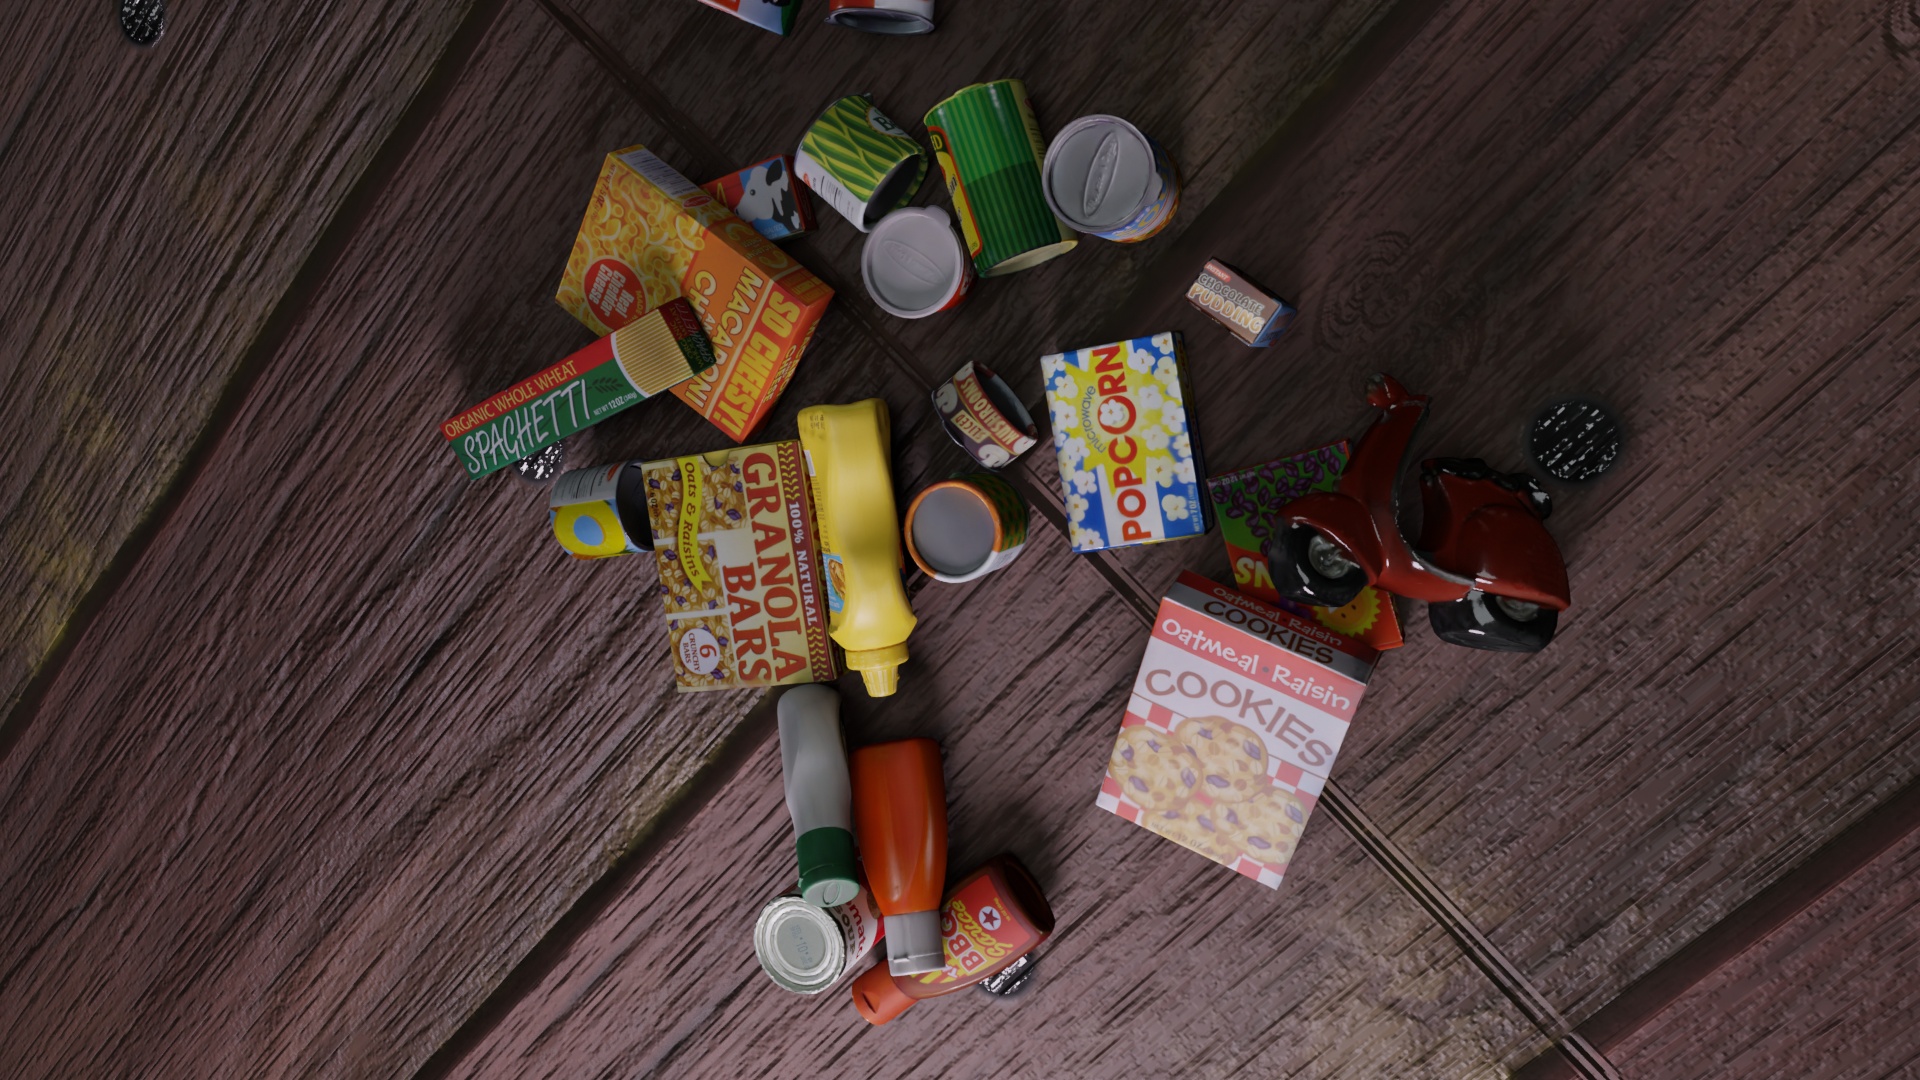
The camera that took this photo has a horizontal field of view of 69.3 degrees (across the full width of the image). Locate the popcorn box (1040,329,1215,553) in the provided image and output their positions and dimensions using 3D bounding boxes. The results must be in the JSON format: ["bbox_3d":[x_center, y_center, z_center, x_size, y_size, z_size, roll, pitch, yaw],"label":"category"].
[{"bbox_3d":[0.103,-0.060,0.857,0.085,0.038,0.126,-9,93,21],"label":"popcorn box"}]

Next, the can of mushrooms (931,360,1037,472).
[{"bbox_3d":[0.015,-0.078,0.870,0.033,0.071,0.071,-38,83,19],"label":"can of mushrooms"}]

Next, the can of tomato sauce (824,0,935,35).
[{"bbox_3d":[-0.048,-0.364,0.863,0.071,0.071,0.083,7,98,19],"label":"can of tomato sauce"}]

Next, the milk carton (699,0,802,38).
[{"bbox_3d":[-0.161,-0.368,0.836,0.072,0.191,0.073,28,106,15],"label":"milk carton"}]

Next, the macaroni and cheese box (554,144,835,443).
[{"bbox_3d":[-0.178,-0.163,0.924,0.166,0.040,0.123,38,125,6],"label":"macaroni and cheese box"}]

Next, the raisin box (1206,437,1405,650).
[{"bbox_3d":[0.207,0.009,0.827,0.086,0.040,0.123,-15,92,20],"label":"raisin box"}]

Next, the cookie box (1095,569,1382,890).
[{"bbox_3d":[0.161,0.113,0.828,0.123,0.040,0.166,23,124,17],"label":"cookie box"}]

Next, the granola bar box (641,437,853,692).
[{"bbox_3d":[-0.147,0.018,0.958,0.124,0.039,0.165,-7,94,21],"label":"granola bar box"}]

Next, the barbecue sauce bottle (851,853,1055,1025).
[{"bbox_3d":[-0.009,0.275,0.935,0.148,0.044,0.065,-40,78,20],"label":"barbecue sauce bottle"}]

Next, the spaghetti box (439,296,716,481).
[{"bbox_3d":[-0.271,-0.100,0.962,0.249,0.029,0.050,-18,105,34],"label":"spaghetti box"}]

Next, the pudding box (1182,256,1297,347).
[{"bbox_3d":[0.163,-0.136,0.802,0.050,0.084,0.030,38,108,12],"label":"pudding box"}]

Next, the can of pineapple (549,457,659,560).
[{"bbox_3d":[-0.244,-0.020,0.976,0.058,0.071,0.071,-7,94,22],"label":"can of pineapple"}]

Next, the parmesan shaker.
[{"bbox_3d":[0.024,-0.220,0.849,0.071,0.071,0.103,-19,90,21],"label":"parmesan shaker"}]

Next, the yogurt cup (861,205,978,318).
[{"bbox_3d":[-0.022,-0.175,0.881,0.072,0.054,0.072,3,97,20],"label":"yogurt cup"}]

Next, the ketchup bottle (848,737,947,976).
[{"bbox_3d":[-0.037,0.207,0.913,0.064,0.043,0.149,-16,71,29],"label":"ketchup bottle"}]

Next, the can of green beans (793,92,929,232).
[{"bbox_3d":[-0.062,-0.239,0.882,0.058,0.071,0.071,42,108,10],"label":"can of green beans"}]

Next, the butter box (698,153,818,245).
[{"bbox_3d":[-0.152,-0.219,0.940,0.103,0.024,0.053,-14,93,21],"label":"butter box"}]

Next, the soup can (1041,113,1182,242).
[{"bbox_3d":[0.094,-0.210,0.819,0.071,0.084,0.071,3,98,20],"label":"soup can"}]

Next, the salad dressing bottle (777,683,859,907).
[{"bbox_3d":[-0.092,0.165,0.908,0.044,0.148,0.064,1,137,-15],"label":"salad dressing bottle"}]

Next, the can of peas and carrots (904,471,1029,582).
[{"bbox_3d":[0.003,-0.011,0.889,0.071,0.059,0.071,2,97,19],"label":"can of peas and carrots"}]
